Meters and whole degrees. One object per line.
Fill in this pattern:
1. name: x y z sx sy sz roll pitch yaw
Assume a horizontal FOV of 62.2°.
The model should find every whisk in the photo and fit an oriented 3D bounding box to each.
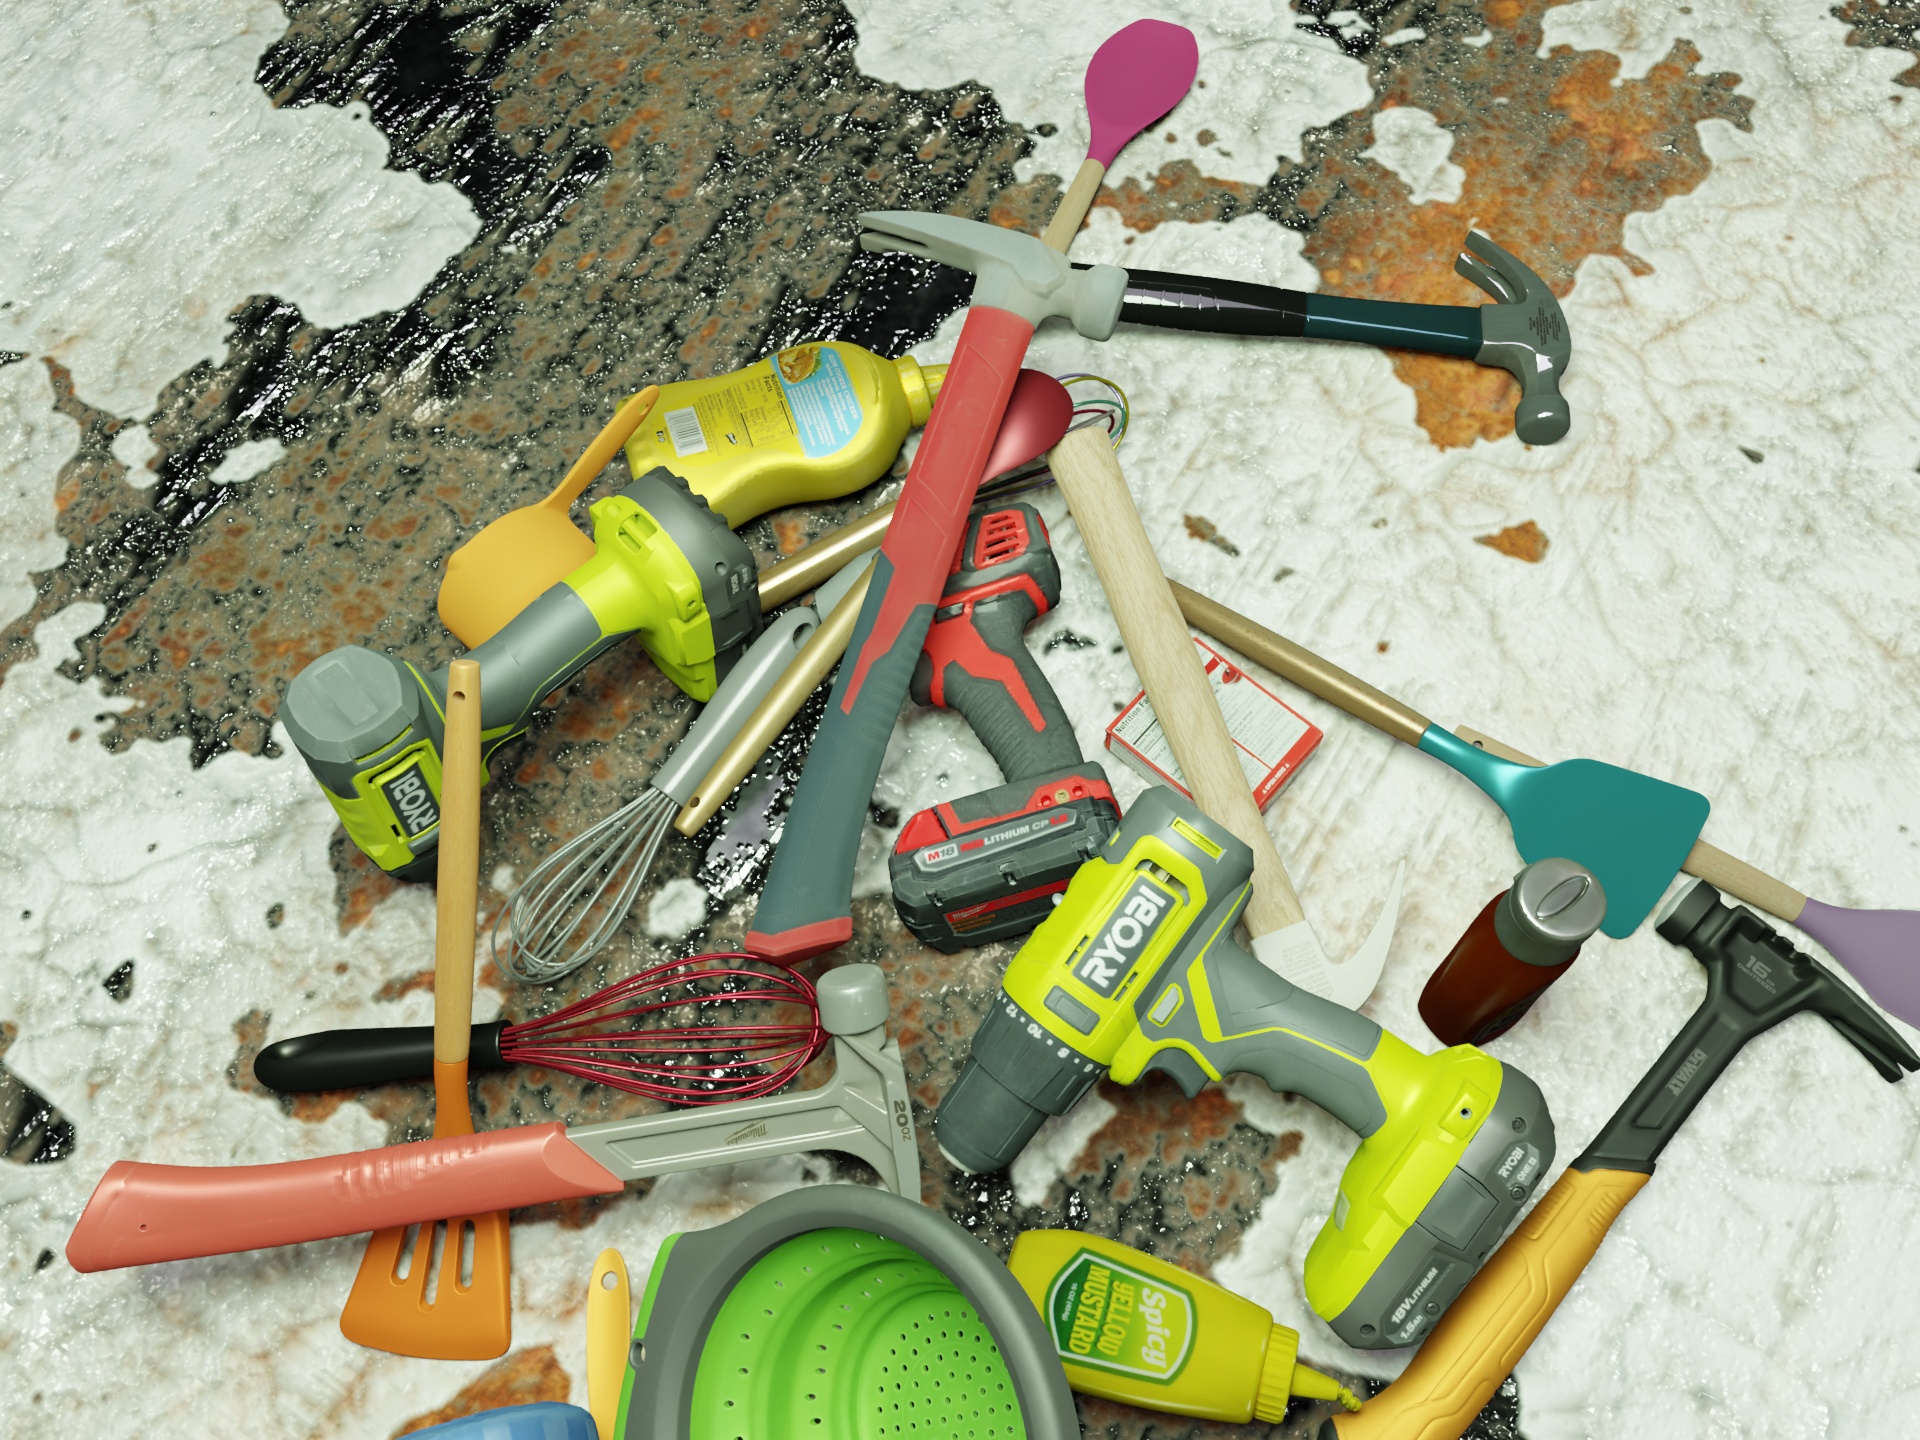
1. whisk: -0.150 0.035 0.806 0.055 0.055 0.239 35 79 17
2. whisk: -0.200 0.154 0.764 0.296 0.073 0.073 -6 65 7
3. whisk: -0.010 -0.122 0.892 0.245 0.047 0.051 -29 55 -5

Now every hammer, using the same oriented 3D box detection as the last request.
1. hammer: 0.186 -0.237 0.927 0.331 0.033 0.128 7 65 2
2. hammer: -0.040 -0.072 0.774 0.143 0.038 0.386 17 74 6
3. hammer: 0.117 -0.002 0.795 0.130 0.031 0.331 -21 72 4
4. hammer: 0.287 0.227 0.719 0.127 0.034 0.337 41 74 20
5. hammer: -0.198 0.206 0.699 0.359 0.037 0.149 -8 101 -5

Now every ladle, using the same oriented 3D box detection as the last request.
1. ladle: -0.045 -0.069 0.807 0.069 0.031 0.315 27 72 30

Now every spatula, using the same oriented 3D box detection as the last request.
1. spatula: 0.219 -0.003 0.826 0.318 0.044 0.082 33 102 24
2. spatula: 0.391 0.079 0.788 0.316 0.018 0.060 28 91 15
3. spatula: -0.231 0.133 0.715 0.081 0.041 0.322 7 103 2

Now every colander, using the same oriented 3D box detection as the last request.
1. colander: 0.042 0.306 0.604 0.397 0.094 0.204 11 86 35

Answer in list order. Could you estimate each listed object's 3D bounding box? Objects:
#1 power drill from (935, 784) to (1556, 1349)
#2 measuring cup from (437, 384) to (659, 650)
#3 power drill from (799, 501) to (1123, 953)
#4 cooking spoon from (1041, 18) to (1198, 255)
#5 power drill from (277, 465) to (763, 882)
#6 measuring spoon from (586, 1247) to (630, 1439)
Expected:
1. power drill: 0.119 0.166 0.700 0.228 0.080 0.190 36 92 6
2. measuring cup: -0.200 -0.096 0.843 0.052 0.095 0.173 44 100 17
3. power drill: -0.001 -0.003 0.814 0.143 0.078 0.220 -16 62 4
4. cooking spoon: 0.074 -0.326 0.992 0.069 0.017 0.319 20 67 13
5. power drill: -0.210 -0.014 0.792 0.223 0.171 0.080 -37 67 -22
6. measuring spoon: -0.158 0.300 0.723 0.021 0.011 0.117 -10 62 5
